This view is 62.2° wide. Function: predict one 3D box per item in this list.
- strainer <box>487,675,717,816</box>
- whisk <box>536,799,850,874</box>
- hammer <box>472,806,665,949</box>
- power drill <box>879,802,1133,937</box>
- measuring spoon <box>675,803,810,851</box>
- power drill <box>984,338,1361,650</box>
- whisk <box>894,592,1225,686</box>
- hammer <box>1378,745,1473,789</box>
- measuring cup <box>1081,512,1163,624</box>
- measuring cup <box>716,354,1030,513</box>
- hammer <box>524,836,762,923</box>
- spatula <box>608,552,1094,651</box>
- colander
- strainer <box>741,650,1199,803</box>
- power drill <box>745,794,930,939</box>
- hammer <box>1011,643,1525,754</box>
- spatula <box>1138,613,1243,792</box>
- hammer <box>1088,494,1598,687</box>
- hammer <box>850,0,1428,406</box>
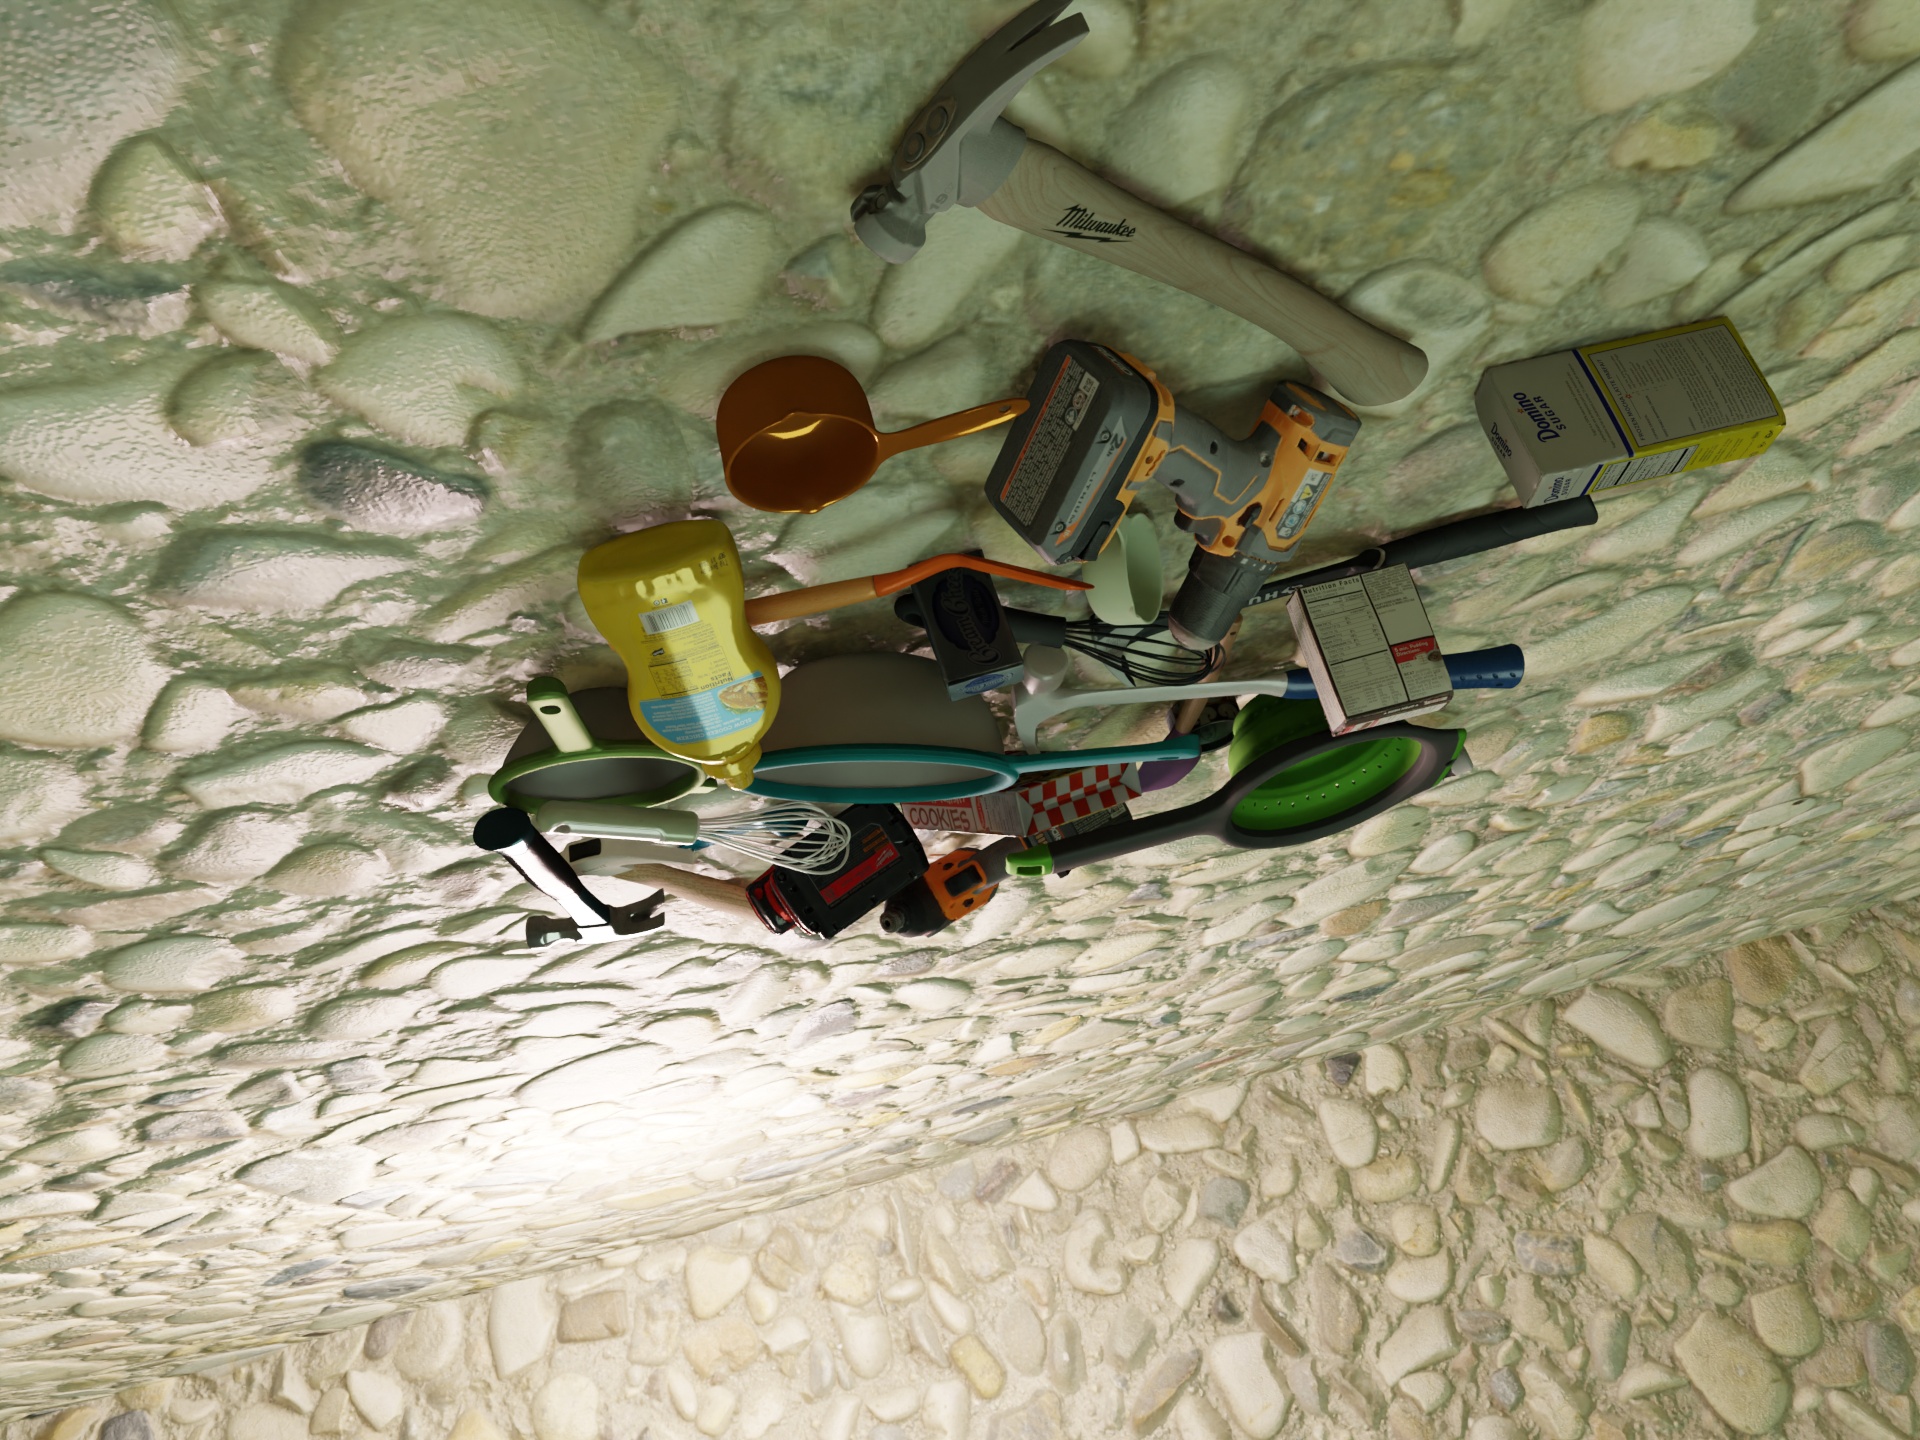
[{"bbox_3d":[-0.254,-0.001,1.065,0.151,0.069,0.256,-8,162,-4],"label":"strainer"},{"bbox_3d":[-0.189,0.080,1.165,0.246,0.059,0.057,7,145,-32],"label":"whisk"},{"bbox_3d":[-0.317,0.129,1.253,0.128,0.033,0.330,-6,160,-1],"label":"hammer"},{"bbox_3d":[0.032,0.132,1.466,0.226,0.084,0.164,-33,174,33],"label":"power drill"},{"bbox_3d":[-0.191,0.103,1.391,0.128,0.021,0.042,-19,155,7],"label":"measuring spoon"},{"bbox_3d":[0.126,-0.131,0.981,0.226,0.084,0.185,3,125,-38],"label":"power drill"},{"bbox_3d":[0.071,-0.063,1.124,0.239,0.055,0.055,8,150,-7],"label":"whisk"},{"bbox_3d":[0.403,0.023,1.566,0.146,0.035,0.334,-26,153,19],"label":"hammer"},{"bbox_3d":[0.091,-0.128,1.057,0.038,0.083,0.167,-5,143,28],"label":"measuring cup"},{"bbox_3d":[-0.051,-0.172,0.882,0.173,0.052,0.095,-16,155,-6],"label":"measuring cup"},{"bbox_3d":[-0.238,0.150,1.438,0.130,0.031,0.331,-17,158,21],"label":"hammer"},{"bbox_3d":[-0.076,-0.073,1.030,0.322,0.041,0.081,-11,-176,11],"label":"spatula"},{"bbox_3d":[0.220,0.043,1.348,0.397,0.095,0.204,-14,153,-7],"label":"colander"},{"bbox_3d":[-0.002,-0.004,1.144,0.340,0.095,0.211,-5,168,13],"label":"strainer"},{"bbox_3d":[-0.105,0.124,1.354,0.143,0.078,0.219,-34,-179,-15],"label":"power drill"},{"bbox_3d":[0.237,-0.025,1.234,0.405,0.035,0.144,-4,153,-9],"label":"hammer"},{"bbox_3d":[0.193,-0.007,1.321,0.059,0.018,0.315,-12,155,-10],"label":"spatula"},{"bbox_3d":[0.297,-0.112,1.228,0.409,0.036,0.149,-15,156,-3],"label":"hammer"},{"bbox_3d":[0.140,-0.249,0.856,0.410,0.038,0.146,9,143,-43],"label":"hammer"}]
